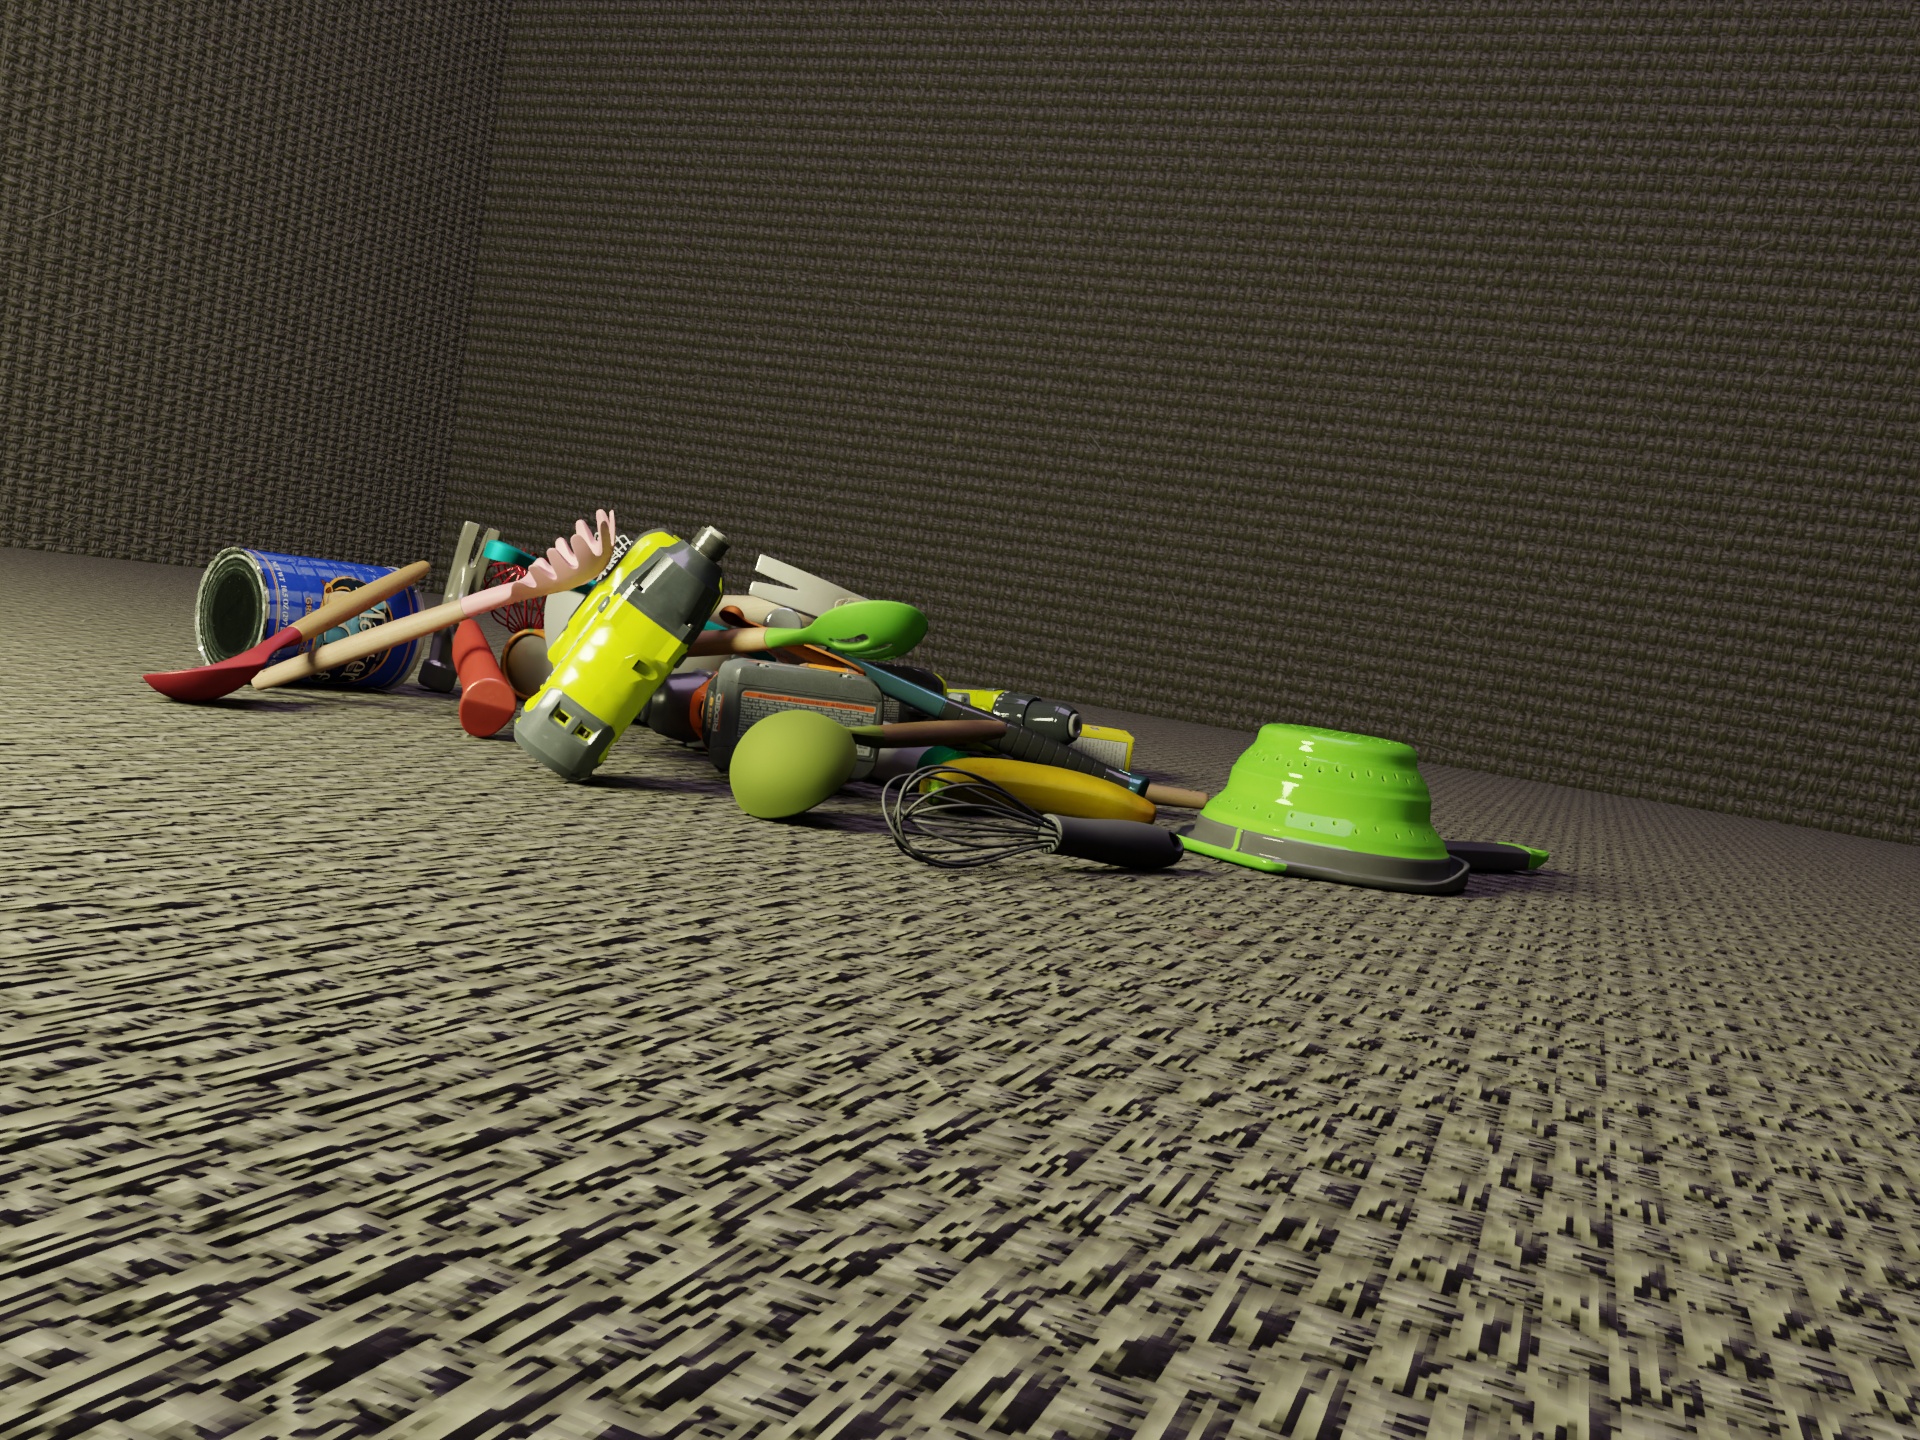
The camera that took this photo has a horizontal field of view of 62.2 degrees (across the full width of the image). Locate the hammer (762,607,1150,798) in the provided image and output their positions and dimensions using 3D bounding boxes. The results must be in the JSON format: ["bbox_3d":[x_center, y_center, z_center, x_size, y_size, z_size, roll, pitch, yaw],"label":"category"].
[{"bbox_3d":[-0.002,-0.004,1.251,0.331,0.033,0.128,24,-7,-4],"label":"hammer"}]

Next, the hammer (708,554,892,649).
[{"bbox_3d":[-0.206,-0.099,1.385,0.146,0.038,0.411,21,-9,-34],"label":"hammer"}]

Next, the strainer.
[{"bbox_3d":[-0.295,-0.060,1.316,0.211,0.095,0.340,17,-4,22],"label":"strainer"}]

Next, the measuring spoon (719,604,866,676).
[{"bbox_3d":[-0.122,-0.058,1.167,0.117,0.011,0.021,24,-27,-8],"label":"measuring spoon"}]

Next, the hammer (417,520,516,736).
[{"bbox_3d":[-0.380,-0.063,1.241,0.036,0.149,0.359,16,6,-24],"label":"hammer"}]

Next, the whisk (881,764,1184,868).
[{"bbox_3d":[0.049,0.062,0.900,0.238,0.055,0.055,11,1,-43],"label":"whisk"}]

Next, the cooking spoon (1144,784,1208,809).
[{"bbox_3d":[0.046,0.046,1.305,0.319,0.017,0.069,8,10,-2],"label":"cooking spoon"}]

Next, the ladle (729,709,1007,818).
[{"bbox_3d":[-0.043,0.022,1.049,0.078,0.062,0.320,-1,1,27],"label":"ladle"}]

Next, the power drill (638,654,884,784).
[{"bbox_3d":[-0.159,-0.004,1.178,0.164,0.084,0.226,7,0,-20],"label":"power drill"}]

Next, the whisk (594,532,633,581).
[{"bbox_3d":[-0.284,-0.125,1.402,0.070,0.070,0.285,7,6,-27],"label":"whisk"}]

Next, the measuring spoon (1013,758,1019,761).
[{"bbox_3d":[0.051,0.050,1.380,0.042,0.021,0.128,13,14,18],"label":"measuring spoon"}]

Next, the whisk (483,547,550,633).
[{"bbox_3d":[-0.416,-0.091,1.527,0.073,0.073,0.295,8,-19,-10],"label":"whisk"}]

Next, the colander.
[{"bbox_3d":[0.324,0.061,1.178,0.396,0.094,0.205,6,5,-39],"label":"colander"}]

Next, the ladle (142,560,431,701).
[{"bbox_3d":[-0.475,-0.071,1.165,0.069,0.031,0.315,-3,20,15],"label":"ladle"}]

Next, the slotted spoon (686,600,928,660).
[{"bbox_3d":[-0.153,-0.057,1.148,0.314,0.031,0.070,-1,-22,39],"label":"slotted spoon"}]

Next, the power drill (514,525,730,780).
[{"bbox_3d":[-0.210,-0.058,1.037,0.080,0.171,0.223,38,2,-13],"label":"power drill"}]

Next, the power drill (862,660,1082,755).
[{"bbox_3d":[-0.015,-0.004,1.444,0.191,0.080,0.228,3,-2,32],"label":"power drill"}]

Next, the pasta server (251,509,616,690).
[{"bbox_3d":[-0.379,-0.079,1.135,0.316,0.040,0.060,-17,23,15],"label":"pasta server"}]
